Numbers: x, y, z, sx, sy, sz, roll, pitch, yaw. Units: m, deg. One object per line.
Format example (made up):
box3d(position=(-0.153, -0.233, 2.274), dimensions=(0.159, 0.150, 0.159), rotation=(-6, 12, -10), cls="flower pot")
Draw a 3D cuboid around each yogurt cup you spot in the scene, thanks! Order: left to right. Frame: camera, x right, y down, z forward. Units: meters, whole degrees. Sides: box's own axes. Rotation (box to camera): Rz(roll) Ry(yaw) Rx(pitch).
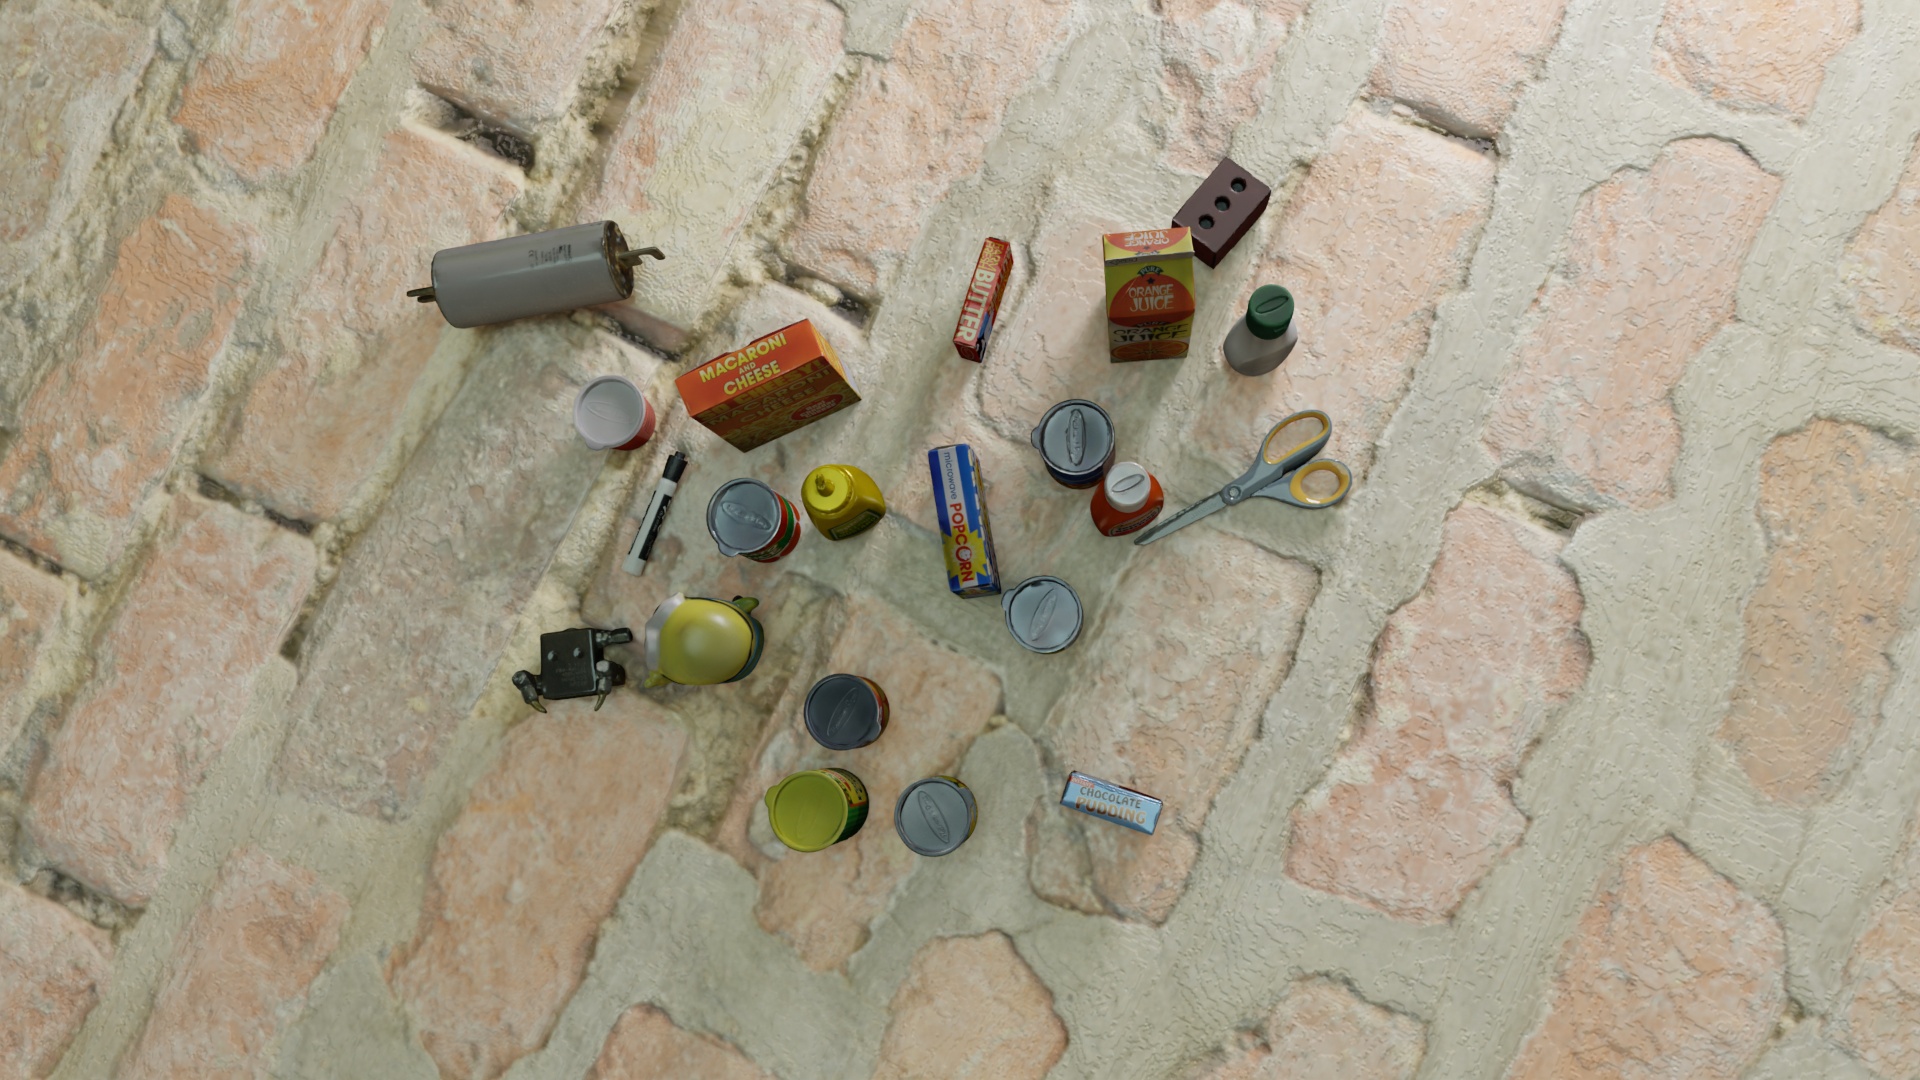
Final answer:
box3d(position=(-0.316, -0.114, 1.282), dimensions=(0.072, 0.054, 0.072), rotation=(-1, 82, 7), cls="yogurt cup")

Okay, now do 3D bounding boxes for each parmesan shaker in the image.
box3d(position=(-0.121, 0.227, 1.188), dimensions=(0.071, 0.103, 0.071), rotation=(-1, 83, 7), cls="parmesan shaker")

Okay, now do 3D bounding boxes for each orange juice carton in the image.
box3d(position=(0.158, -0.209, 1.169), dimensions=(0.072, 0.192, 0.073), rotation=(-4, 82, 6), cls="orange juice carton")

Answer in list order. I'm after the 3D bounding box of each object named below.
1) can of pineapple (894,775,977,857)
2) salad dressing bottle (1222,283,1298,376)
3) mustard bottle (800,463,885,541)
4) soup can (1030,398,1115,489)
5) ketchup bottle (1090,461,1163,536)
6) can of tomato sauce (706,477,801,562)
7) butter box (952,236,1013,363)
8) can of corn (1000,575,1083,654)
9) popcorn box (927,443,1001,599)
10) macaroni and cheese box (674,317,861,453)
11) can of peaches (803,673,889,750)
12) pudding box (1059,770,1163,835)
box3d(position=(-0.018, 0.236, 1.197), dimensions=(0.071, 0.058, 0.071), rotation=(-1, 82, 7), cls="can of pineapple")
box3d(position=(0.257, -0.178, 1.176), dimensions=(0.064, 0.147, 0.044), rotation=(-23, 81, 4), cls="salad dressing bottle")
box3d(position=(-0.106, -0.036, 1.193), dimensions=(0.065, 0.160, 0.049), rotation=(-29, 80, 3), cls="mustard bottle")
box3d(position=(0.100, -0.083, 1.214), dimensions=(0.071, 0.083, 0.071), rotation=(-1, 83, 7), cls="soup can")
box3d(position=(0.140, -0.037, 1.170), dimensions=(0.065, 0.148, 0.043), rotation=(-25, 81, 3), cls="ketchup bottle")
box3d(position=(-0.183, -0.015, 1.238), dimensions=(0.071, 0.083, 0.071), rotation=(-1, 83, 7), cls="can of tomato sauce")
box3d(position=(0.021, -0.218, 1.257), dimensions=(0.024, 0.053, 0.103), rotation=(17, 85, 9), cls="butter box")
box3d(position=(0.072, 0.065, 1.210), dimensions=(0.071, 0.058, 0.071), rotation=(-1, 82, 7), cls="can of corn")
box3d(position=(0.004, -0.015, 1.215), dimensions=(0.038, 0.085, 0.127), rotation=(-10, 81, 5), cls="popcorn box")
box3d(position=(-0.164, -0.132, 1.210), dimensions=(0.124, 0.166, 0.040), rotation=(-24, 81, 3), cls="macaroni and cheese box")
box3d(position=(-0.097, 0.152, 1.218), dimensions=(0.071, 0.058, 0.071), rotation=(-1, 82, 7), cls="can of peaches")
box3d(position=(0.130, 0.223, 1.186), dimensions=(0.084, 0.049, 0.030), rotation=(17, 85, 9), cls="pudding box")
